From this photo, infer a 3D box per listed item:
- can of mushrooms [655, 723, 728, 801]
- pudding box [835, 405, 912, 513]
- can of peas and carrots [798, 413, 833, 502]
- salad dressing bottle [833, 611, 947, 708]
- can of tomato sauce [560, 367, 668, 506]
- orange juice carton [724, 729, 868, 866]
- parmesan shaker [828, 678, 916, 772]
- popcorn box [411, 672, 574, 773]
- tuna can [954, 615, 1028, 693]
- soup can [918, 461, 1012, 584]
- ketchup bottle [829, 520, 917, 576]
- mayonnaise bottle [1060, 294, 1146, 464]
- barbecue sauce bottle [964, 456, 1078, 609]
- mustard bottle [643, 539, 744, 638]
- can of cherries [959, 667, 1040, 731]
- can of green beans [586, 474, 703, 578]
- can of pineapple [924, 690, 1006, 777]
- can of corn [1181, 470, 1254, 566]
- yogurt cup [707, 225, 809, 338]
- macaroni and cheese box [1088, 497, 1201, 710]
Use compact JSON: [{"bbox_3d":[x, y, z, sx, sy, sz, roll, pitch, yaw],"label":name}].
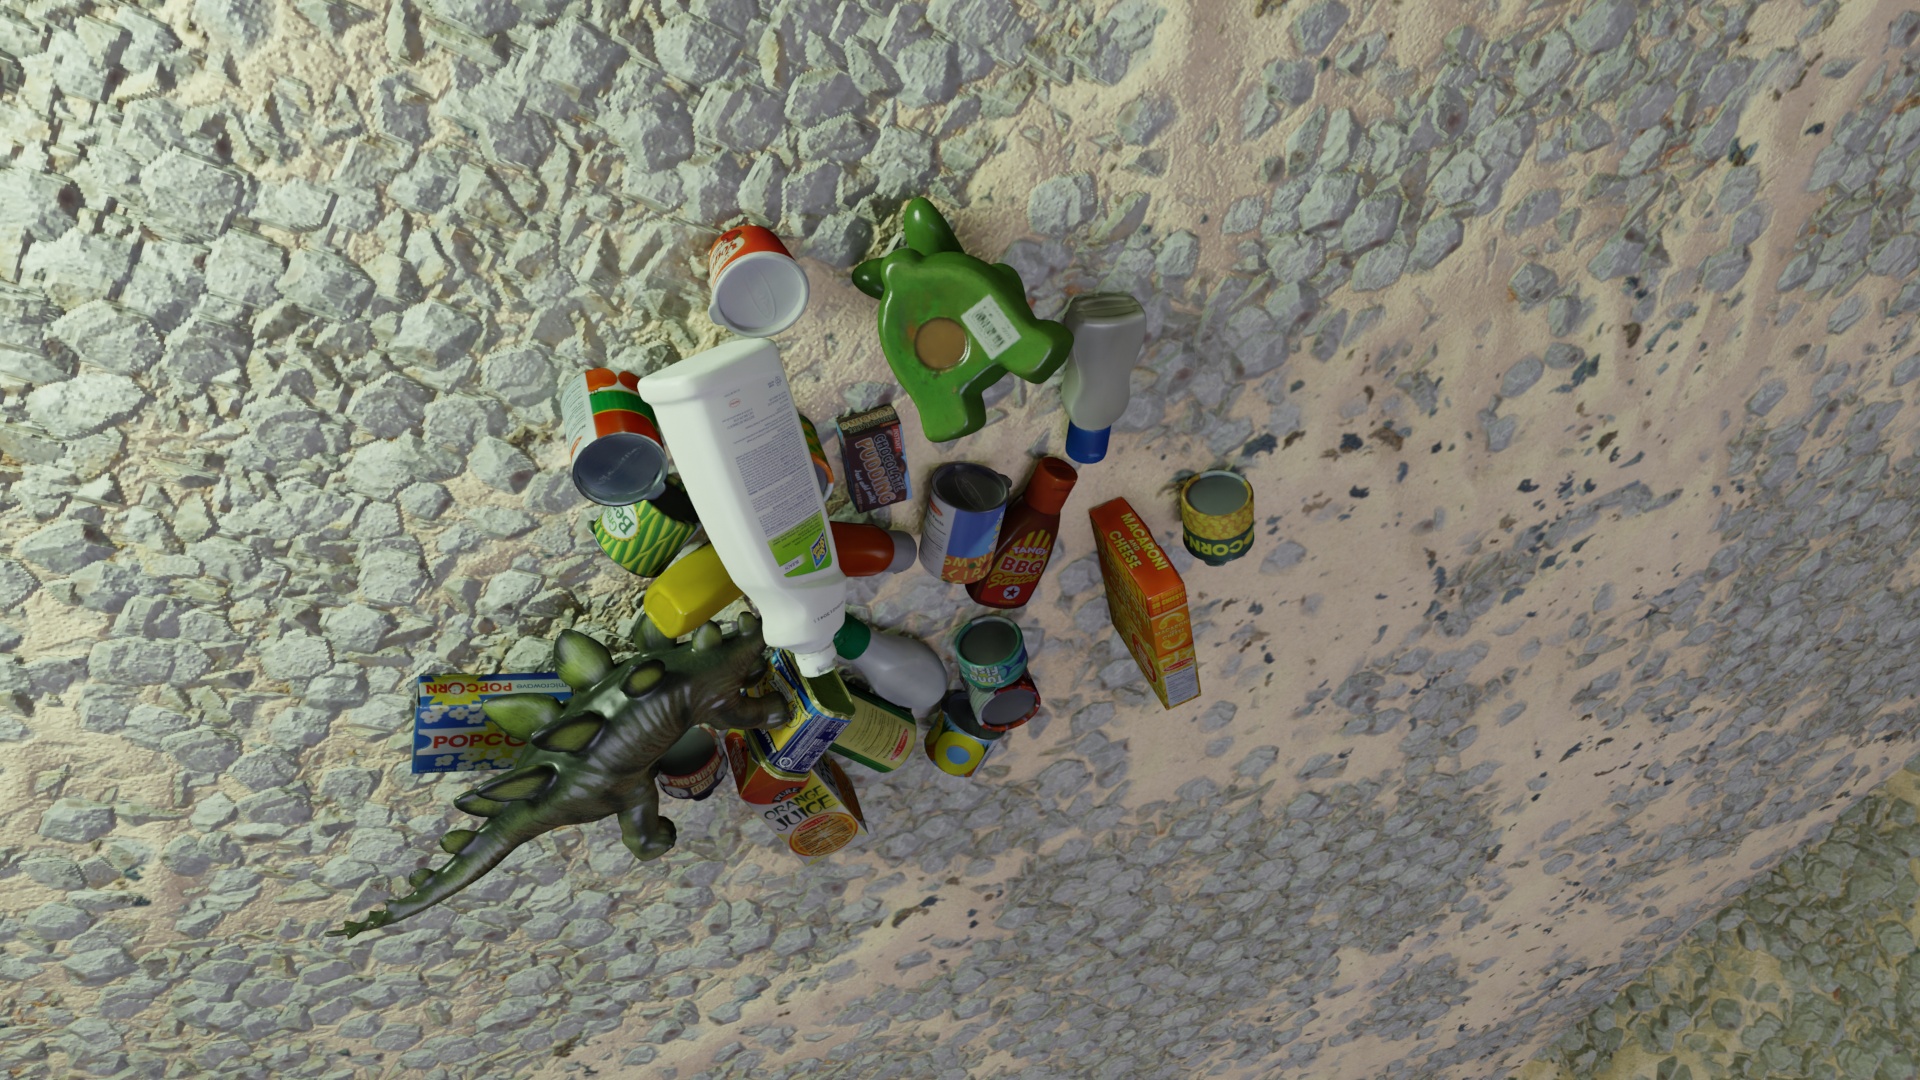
[{"bbox_3d":[-0.248,0.202,1.270,0.071,0.071,0.033,-17,134,-8],"label":"can of mushrooms"},{"bbox_3d":[-0.069,-0.066,1.129,0.050,0.030,0.083,-16,135,-11],"label":"pudding box"},{"bbox_3d":[-0.139,-0.059,1.084,0.071,0.059,0.070,-13,134,-13],"label":"can of peas and carrots"},{"bbox_3d":[-0.073,0.108,1.281,0.064,0.044,0.147,-38,133,16],"label":"salad dressing bottle"},{"bbox_3d":[-0.249,-0.075,1.002,0.071,0.083,0.070,-13,135,-13],"label":"can of tomato sauce"},{"bbox_3d":[-0.164,0.229,1.331,0.073,0.072,0.192,-28,136,2],"label":"orange juice carton"},{"bbox_3d":[-0.099,0.170,1.313,0.071,0.071,0.103,-42,133,17],"label":"parmesan shaker"},{"bbox_3d":[-0.398,0.155,1.183,0.127,0.038,0.084,1,131,-25],"label":"popcorn box"},{"bbox_3d":[0.028,0.106,1.304,0.071,0.071,0.032,-20,134,-5],"label":"tuna can"},{"bbox_3d":[0.004,-0.015,1.183,0.071,0.071,0.083,-5,133,-19],"label":"soup can"},{"bbox_3d":[-0.089,0.008,1.142,0.064,0.043,0.149,-17,170,29],"label":"ketchup bottle"},{"bbox_3d":[0.112,-0.130,1.143,0.065,0.041,0.147,-8,134,-15],"label":"mayonnaise bottle"},{"bbox_3d":[0.058,-0.006,1.231,0.065,0.044,0.147,6,128,-29],"label":"barbecue sauce bottle"},{"bbox_3d":[-0.181,0.017,1.115,0.161,0.049,0.065,-39,174,-40],"label":"mustard bottle"},{"bbox_3d":[0.041,0.143,1.352,0.071,0.058,0.071,-12,134,-13],"label":"can of cherries"},{"bbox_3d":[-0.240,-0.014,1.075,0.071,0.071,0.057,26,116,-39],"label":"can of green beans"},{"bbox_3d":[0.003,0.191,1.376,0.071,0.071,0.057,8,127,-30],"label":"can of pineapple"},{"bbox_3d":[0.237,-0.021,1.278,0.071,0.071,0.058,-19,135,-7],"label":"can of corn"},{"bbox_3d":[-0.144,-0.183,0.969,0.072,0.054,0.072,-13,134,-13],"label":"yogurt cup"},{"bbox_3d":[0.172,0.059,1.285,0.040,0.124,0.165,-23,136,-6],"label":"macaroni and cheese box"}]
